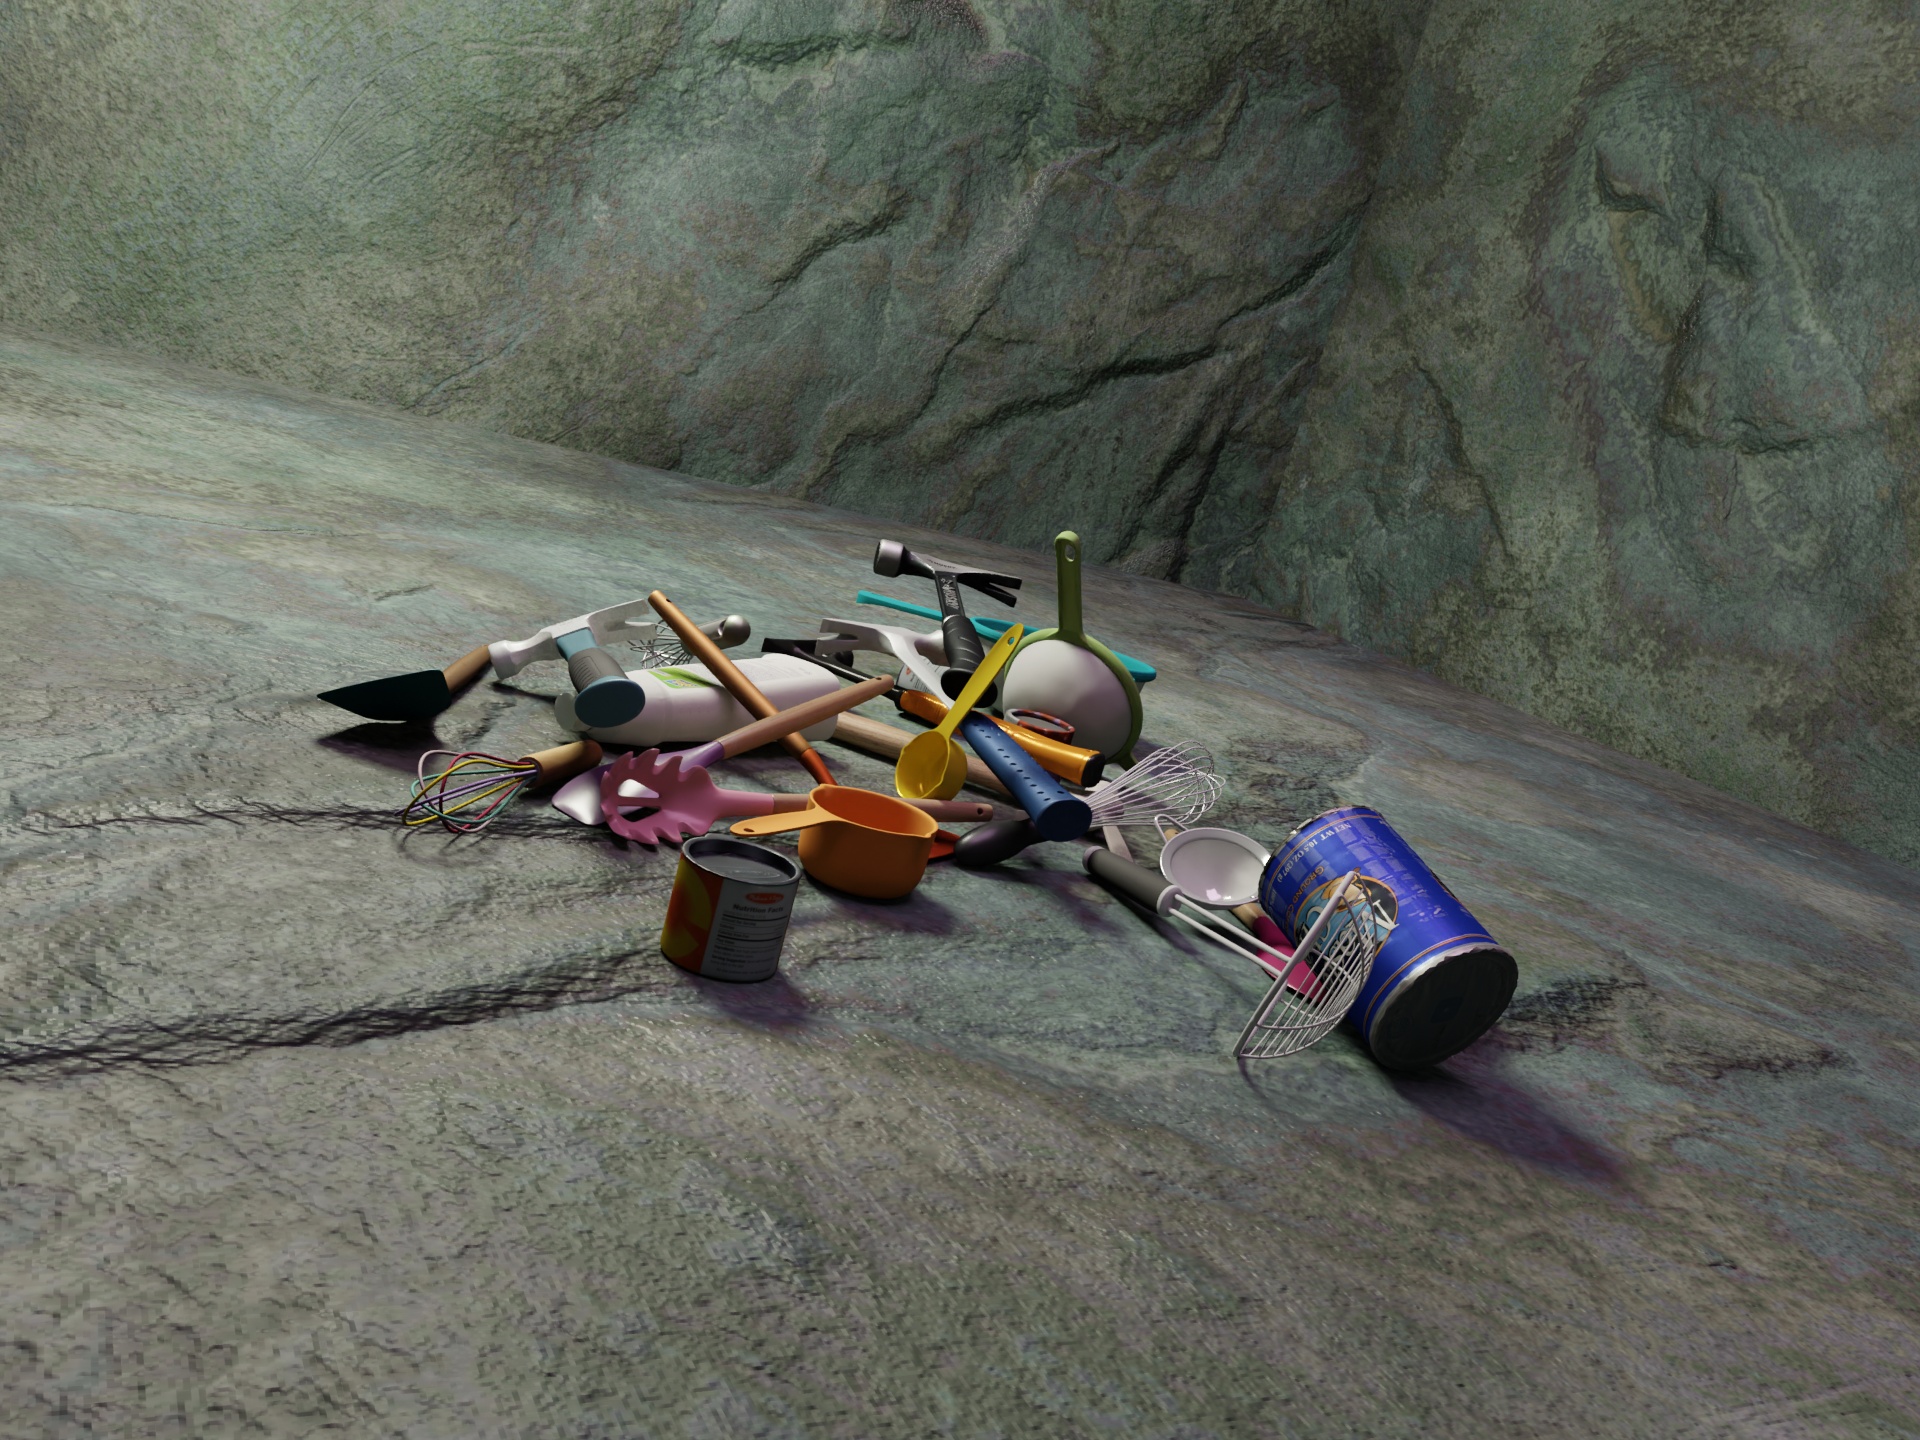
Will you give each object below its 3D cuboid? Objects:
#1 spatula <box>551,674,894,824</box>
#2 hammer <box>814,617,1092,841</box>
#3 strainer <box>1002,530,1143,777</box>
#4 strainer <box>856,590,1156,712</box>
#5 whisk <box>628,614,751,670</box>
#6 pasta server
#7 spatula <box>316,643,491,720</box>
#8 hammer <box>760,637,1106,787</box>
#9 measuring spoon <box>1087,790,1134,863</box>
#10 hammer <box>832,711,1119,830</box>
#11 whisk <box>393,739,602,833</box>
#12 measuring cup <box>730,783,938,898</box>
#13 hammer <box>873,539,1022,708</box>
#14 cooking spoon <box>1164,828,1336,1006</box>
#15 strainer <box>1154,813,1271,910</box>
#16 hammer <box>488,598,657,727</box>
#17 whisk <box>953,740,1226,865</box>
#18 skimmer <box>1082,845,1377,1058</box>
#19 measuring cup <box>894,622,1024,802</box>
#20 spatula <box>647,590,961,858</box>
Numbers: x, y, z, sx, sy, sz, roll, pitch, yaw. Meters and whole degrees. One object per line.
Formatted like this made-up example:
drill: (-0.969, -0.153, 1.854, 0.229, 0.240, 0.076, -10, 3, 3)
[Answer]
spatula: (-0.157, 0.013, 1.138, 0.060, 0.018, 0.316, 26, 32, 32)
hammer: (-0.002, -0.004, 1.287, 0.144, 0.035, 0.406, 6, 19, -24)
strainer: (0.091, -0.051, 1.488, 0.151, 0.256, 0.069, 17, 40, 28)
strainer: (0.038, -0.057, 1.726, 0.340, 0.095, 0.211, 16, 9, 12)
whisk: (-0.229, -0.067, 1.349, 0.059, 0.058, 0.246, 21, -12, -25)
pasta server: (-0.103, 0.058, 1.087, 0.316, 0.060, 0.040, 5, -10, -35)
spatula: (-0.388, -0.037, 1.190, 0.082, 0.044, 0.318, -12, 12, -2)
hammer: (-0.024, -0.010, 1.417, 0.337, 0.034, 0.127, 22, 12, 29)
measuring spoon: (0.129, 0.091, 1.278, 0.034, 0.018, 0.124, 27, 21, -20)
hammer: (-0.030, 0.030, 1.383, 0.331, 0.031, 0.130, 18, 12, 14)
whisk: (-0.281, 0.034, 1.011, 0.051, 0.047, 0.245, 16, 8, 9)
measuring cup: (-0.088, 0.083, 1.013, 0.095, 0.052, 0.173, 24, 16, 34)
hammer: (0.000, -0.088, 1.433, 0.149, 0.036, 0.409, 13, 18, -9)
cooking spoon: (0.217, 0.144, 1.207, 0.068, 0.017, 0.319, 12, 13, -18)
strainer: (0.233, 0.139, 1.126, 0.087, 0.050, 0.259, -26, 38, -33)
hammer: (-0.270, -0.040, 1.151, 0.128, 0.033, 0.331, -21, 16, -14)
whisk: (0.104, 0.072, 1.233, 0.284, 0.070, 0.070, -14, 29, -39)
skimmer: (0.148, 0.121, 1.045, 0.090, 0.127, 0.363, 36, -4, -24)
measuring cup: (0.008, -0.002, 1.182, 0.029, 0.156, 0.062, 32, 4, -38)
spatula: (-0.128, 0.003, 1.209, 0.323, 0.041, 0.081, 45, 21, 17)
